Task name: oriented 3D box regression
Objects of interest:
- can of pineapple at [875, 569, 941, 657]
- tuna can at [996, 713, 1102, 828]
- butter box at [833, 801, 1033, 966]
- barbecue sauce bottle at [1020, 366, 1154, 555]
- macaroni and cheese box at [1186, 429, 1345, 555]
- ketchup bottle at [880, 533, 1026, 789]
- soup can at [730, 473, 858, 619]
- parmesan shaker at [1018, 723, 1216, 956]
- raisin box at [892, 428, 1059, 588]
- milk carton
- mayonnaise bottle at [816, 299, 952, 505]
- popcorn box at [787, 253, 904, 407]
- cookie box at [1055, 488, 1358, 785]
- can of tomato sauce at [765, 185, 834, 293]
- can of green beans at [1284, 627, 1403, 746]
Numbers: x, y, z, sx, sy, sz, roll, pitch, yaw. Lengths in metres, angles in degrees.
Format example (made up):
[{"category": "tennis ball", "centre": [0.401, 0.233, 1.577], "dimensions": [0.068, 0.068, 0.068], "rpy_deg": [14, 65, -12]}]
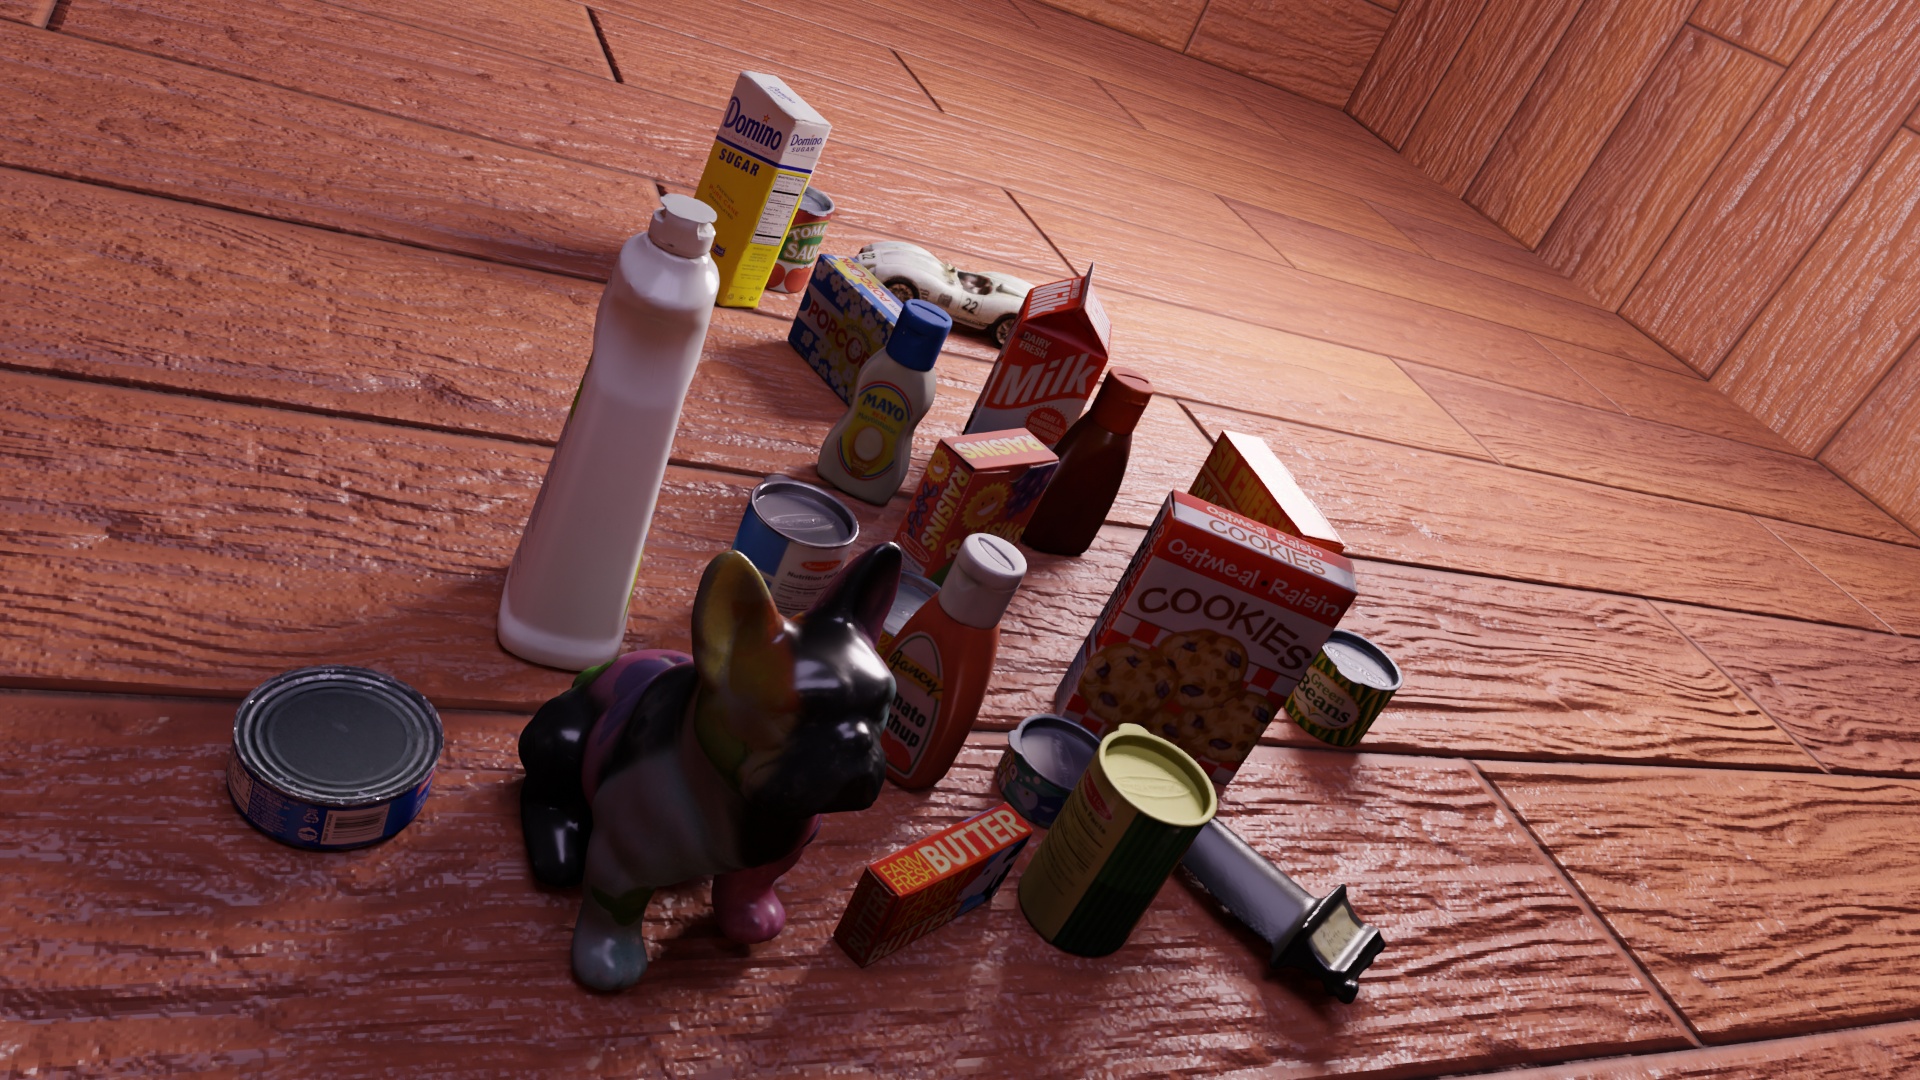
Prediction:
[{"category": "can of pineapple", "centre": [-0.042, 0.059, 0.834], "dimensions": [0.071, 0.057, 0.071], "rpy_deg": [19, 30, -12]}, {"category": "tuna can", "centre": [0.054, 0.135, 0.812], "dimensions": [0.071, 0.032, 0.071], "rpy_deg": [19, 30, -12]}, {"category": "butter box", "centre": [-0.012, 0.169, 0.687], "dimensions": [0.104, 0.053, 0.024], "rpy_deg": [-13, 47, -48]}, {"category": "barbecue sauce bottle", "centre": [0.096, -0.058, 1.035], "dimensions": [0.065, 0.147, 0.044], "rpy_deg": [9, 34, -28]}, {"category": "macaroni and cheese box", "centre": [0.179, 0.028, 0.943], "dimensions": [0.040, 0.165, 0.124], "rpy_deg": [10, 33, -26]}, {"category": "ketchup bottle", "centre": [-0.009, 0.064, 0.759], "dimensions": [0.044, 0.148, 0.065], "rpy_deg": [-12, 46, -48]}, {"category": "soup can", "centre": [-0.107, 0.014, 0.829], "dimensions": [0.071, 0.083, 0.072], "rpy_deg": [19, 30, -12]}, {"category": "parmesan shaker", "centre": [0.080, 0.157, 0.726], "dimensions": [0.071, 0.102, 0.071], "rpy_deg": [19, 30, -12]}, {"category": "raisin box", "centre": [0.003, -0.011, 0.914], "dimensions": [0.086, 0.122, 0.040], "rpy_deg": [-10, 45, -46]}, {"category": "milk carton", "centre": [0.061, -0.121, 1.066], "dimensions": [0.073, 0.189, 0.073], "rpy_deg": [23, 29, -5]}, {"category": "mayonnaise bottle", "centre": [-0.050, -0.099, 0.988], "dimensions": [0.065, 0.147, 0.041], "rpy_deg": [27, 29, 2]}, {"category": "popcorn box", "centre": [-0.082, -0.165, 1.131], "dimensions": [0.038, 0.084, 0.127], "rpy_deg": [-6, 42, -43]}, {"category": "cookie box", "centre": [0.149, 0.063, 0.864], "dimensions": [0.123, 0.166, 0.040], "rpy_deg": [21, 30, -8]}, {"category": "can of tomato sauce", "centre": [-0.157, -0.273, 1.248], "dimensions": [0.071, 0.082, 0.071], "rpy_deg": [19, 30, -12]}, {"category": "can of green beans", "centre": [0.275, 0.106, 1.002], "dimensions": [0.071, 0.057, 0.071], "rpy_deg": [19, 30, -12]}]
